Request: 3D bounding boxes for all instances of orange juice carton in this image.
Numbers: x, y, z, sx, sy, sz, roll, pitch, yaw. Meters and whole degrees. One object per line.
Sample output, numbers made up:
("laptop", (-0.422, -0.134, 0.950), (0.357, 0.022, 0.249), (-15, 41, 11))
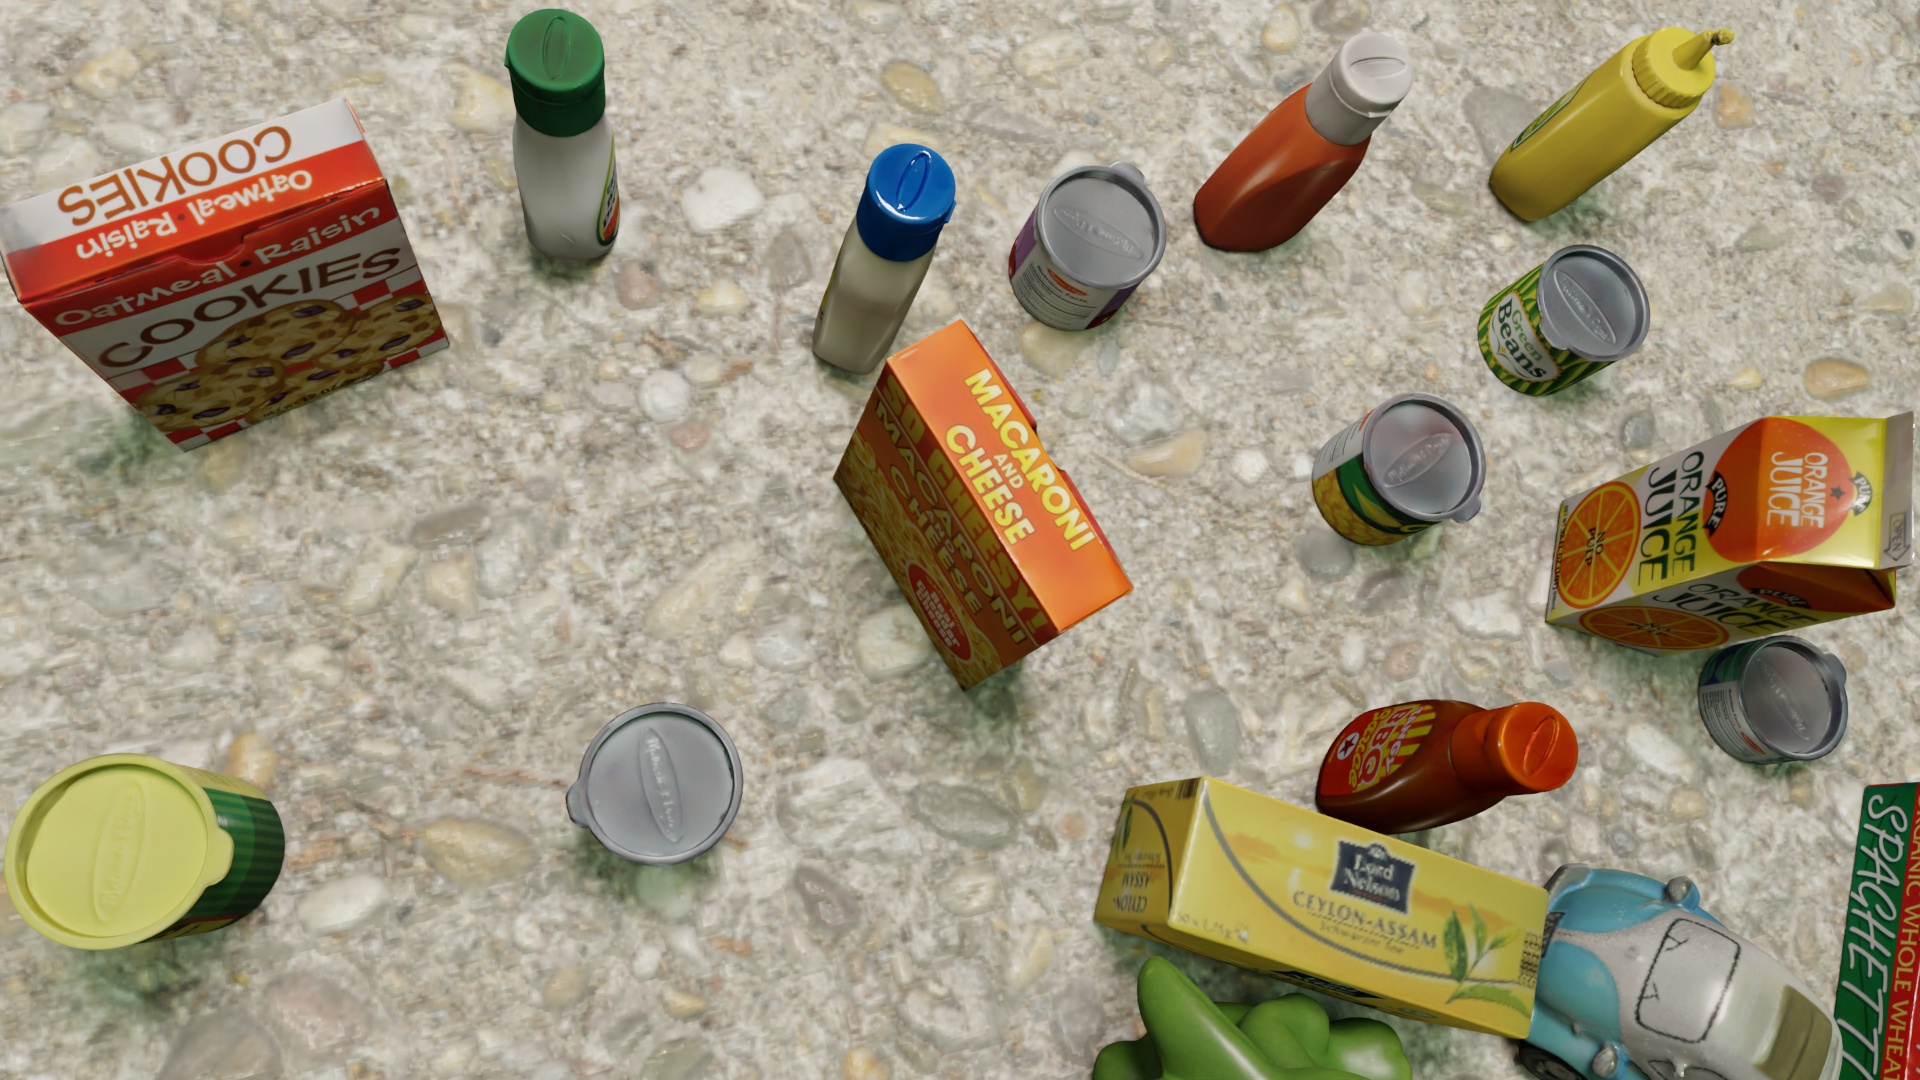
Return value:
("orange juice carton", (0.370, -0.001, 0.660), (0.073, 0.192, 0.072), (17, 74, -8))

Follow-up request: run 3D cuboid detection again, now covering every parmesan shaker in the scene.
("parmesan shaker", (-0.299, 0.118, 0.525), (0.071, 0.102, 0.071), (3, 76, -12))

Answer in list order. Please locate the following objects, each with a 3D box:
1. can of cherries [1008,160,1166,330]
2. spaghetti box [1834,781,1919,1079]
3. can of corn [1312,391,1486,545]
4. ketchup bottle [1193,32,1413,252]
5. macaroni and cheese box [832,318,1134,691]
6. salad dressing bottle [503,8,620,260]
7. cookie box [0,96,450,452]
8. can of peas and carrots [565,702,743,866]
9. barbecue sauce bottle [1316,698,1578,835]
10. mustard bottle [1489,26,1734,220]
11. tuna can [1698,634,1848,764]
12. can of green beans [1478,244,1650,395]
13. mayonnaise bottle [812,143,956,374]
("can of cherries", (0.064, -0.148, 0.698), (0.071, 0.058, 0.071), (3, 76, -12))
("spaghetti box", (0.469, 0.241, 0.696), (0.029, 0.050, 0.251), (22, 72, -7))
("can of corn", (0.222, -0.033, 0.705), (0.071, 0.058, 0.071), (3, 76, -12))
("ketchup bottle", (0.170, -0.193, 0.686), (0.065, 0.148, 0.043), (-10, 79, -15))
("macaroni and cheese box", (0.002, -0.007, 0.592), (0.040, 0.166, 0.124), (-30, 85, -18))
("salad dressing bottle", (-0.172, -0.173, 0.604), (0.044, 0.147, 0.064), (5, 76, -12))
("cookie box", (-0.279, -0.098, 0.551), (0.123, 0.167, 0.040), (-26, 84, -17))
("can of peas and carrots", (-0.130, 0.106, 0.590), (0.071, 0.058, 0.071), (3, 76, -12))
("barbecue sauce bottle", (0.216, 0.099, 0.623), (0.043, 0.148, 0.065), (36, 72, -2))
("mustard bottle", (0.345, -0.226, 0.728), (0.049, 0.159, 0.065), (45, 72, 1))
("tuna can", (0.432, 0.084, 0.736), (0.071, 0.032, 0.071), (3, 76, -12))
("can of green beans", (0.324, -0.118, 0.750), (0.071, 0.057, 0.071), (3, 76, -12))
("mayonnaise bottle", (-0.035, -0.127, 0.623), (0.041, 0.147, 0.065), (23, 73, -6))
